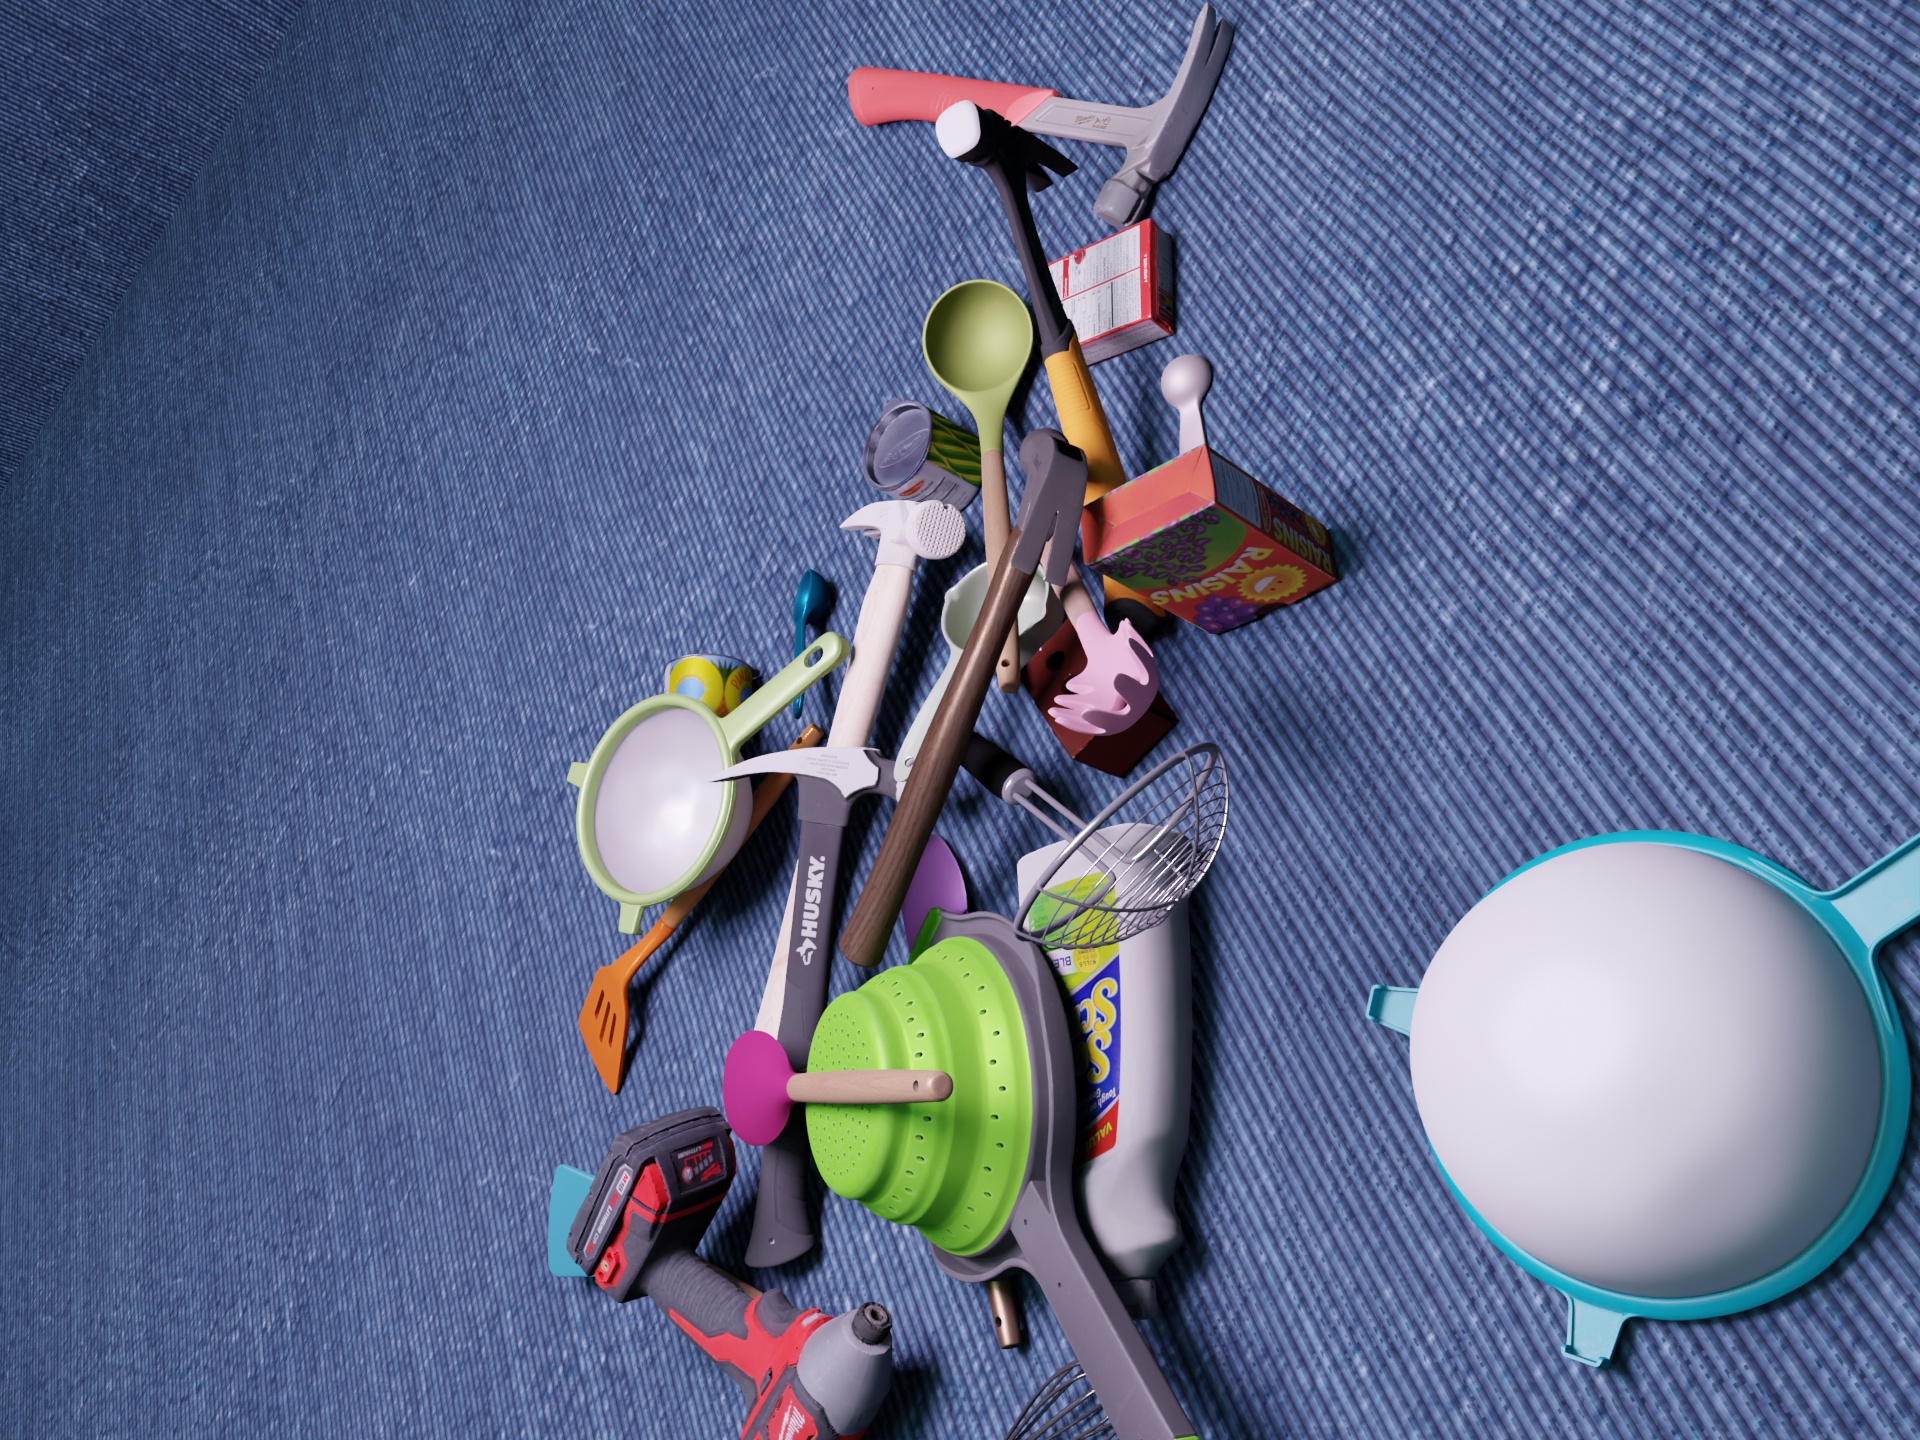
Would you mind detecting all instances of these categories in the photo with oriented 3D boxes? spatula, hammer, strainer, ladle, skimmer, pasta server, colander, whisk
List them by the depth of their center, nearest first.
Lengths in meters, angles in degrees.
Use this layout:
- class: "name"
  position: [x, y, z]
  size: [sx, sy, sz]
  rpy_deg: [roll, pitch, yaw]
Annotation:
- class: "strainer"
  position: [0.315, 0.101, 0.647]
  size: [0.340, 0.095, 0.211]
  rpy_deg: [-44, 49, 25]
- class: "colander"
  position: [0.003, 0.247, 0.821]
  size: [0.398, 0.094, 0.204]
  rpy_deg: [54, 131, 53]
- class: "whisk"
  position: [0.023, 0.403, 0.852]
  size: [0.239, 0.055, 0.055]
  rpy_deg: [-46, 48, 27]
- class: "skimmer"
  position: [0.036, 0.031, 0.854]
  size: [0.127, 0.090, 0.363]
  rpy_deg: [-43, 21, -4]
- class: "pasta server"
  position: [0.062, -0.069, 0.903]
  size: [0.060, 0.040, 0.316]
  rpy_deg: [-49, 22, 15]
- class: "hammer"
  position: [-0.001, -0.003, 0.912]
  size: [0.130, 0.031, 0.331]
  rpy_deg: [-99, 29, -71]
- class: "spatula"
  position: [0.002, 0.212, 0.958]
  size: [0.059, 0.018, 0.316]
  rpy_deg: [-35, 52, 35]
- class: "hammer"
  position: [0.070, -0.210, 0.979]
  size: [0.034, 0.127, 0.337]
  rpy_deg: [-20, 80, 32]
- class: "hammer"
  position: [-0.104, 0.180, 1.009]
  size: [0.146, 0.035, 0.335]
  rpy_deg: [7, 91, 15]
- class: "ladle"
  position: [0.019, -0.158, 1.022]
  size: [0.078, 0.062, 0.320]
  rpy_deg: [-12, 55, 13]
- class: "spatula"
  position: [-0.164, 0.374, 1.038]
  size: [0.318, 0.044, 0.082]
  rpy_deg: [10, 96, 43]
- class: "hammer"
  position: [-0.089, 0.052, 1.079]
  size: [0.146, 0.038, 0.410]
  rpy_deg: [11, 86, 64]
- class: "strainer"
  position: [-0.159, 0.029, 1.114]
  size: [0.256, 0.069, 0.152]
  rpy_deg: [-39, 57, 18]
- class: "hammer"
  position: [0.036, -0.457, 1.164]
  size: [0.359, 0.036, 0.149]
  rpy_deg: [31, 97, 45]
- class: "spatula"
  position: [-0.195, 0.133, 1.174]
  size: [0.322, 0.041, 0.081]
  rpy_deg: [-52, 47, 11]

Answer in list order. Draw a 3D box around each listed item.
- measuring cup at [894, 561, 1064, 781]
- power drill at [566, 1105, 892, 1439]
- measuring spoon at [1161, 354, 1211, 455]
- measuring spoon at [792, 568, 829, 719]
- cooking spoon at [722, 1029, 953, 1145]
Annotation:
- class: "measuring cup"
  position: [0.008, -0.026, 0.999]
  size: [0.083, 0.038, 0.168]
  rpy_deg: [16, 70, 40]
- class: "power drill"
  position: [-0.130, 0.343, 0.951]
  size: [0.220, 0.078, 0.143]
  rpy_deg: [41, 116, 28]
- class: "measuring spoon"
  position: [0.138, -0.171, 0.972]
  size: [0.034, 0.018, 0.124]
  rpy_deg: [-19, 63, 38]
- class: "measuring spoon"
  position: [-0.107, -0.053, 1.146]
  size: [0.042, 0.021, 0.129]
  rpy_deg: [127, 149, -50]
- class: "cooking spoon"
  position: [-0.079, 0.199, 0.865]
  size: [0.319, 0.017, 0.069]
  rpy_deg: [-25, 64, 60]
